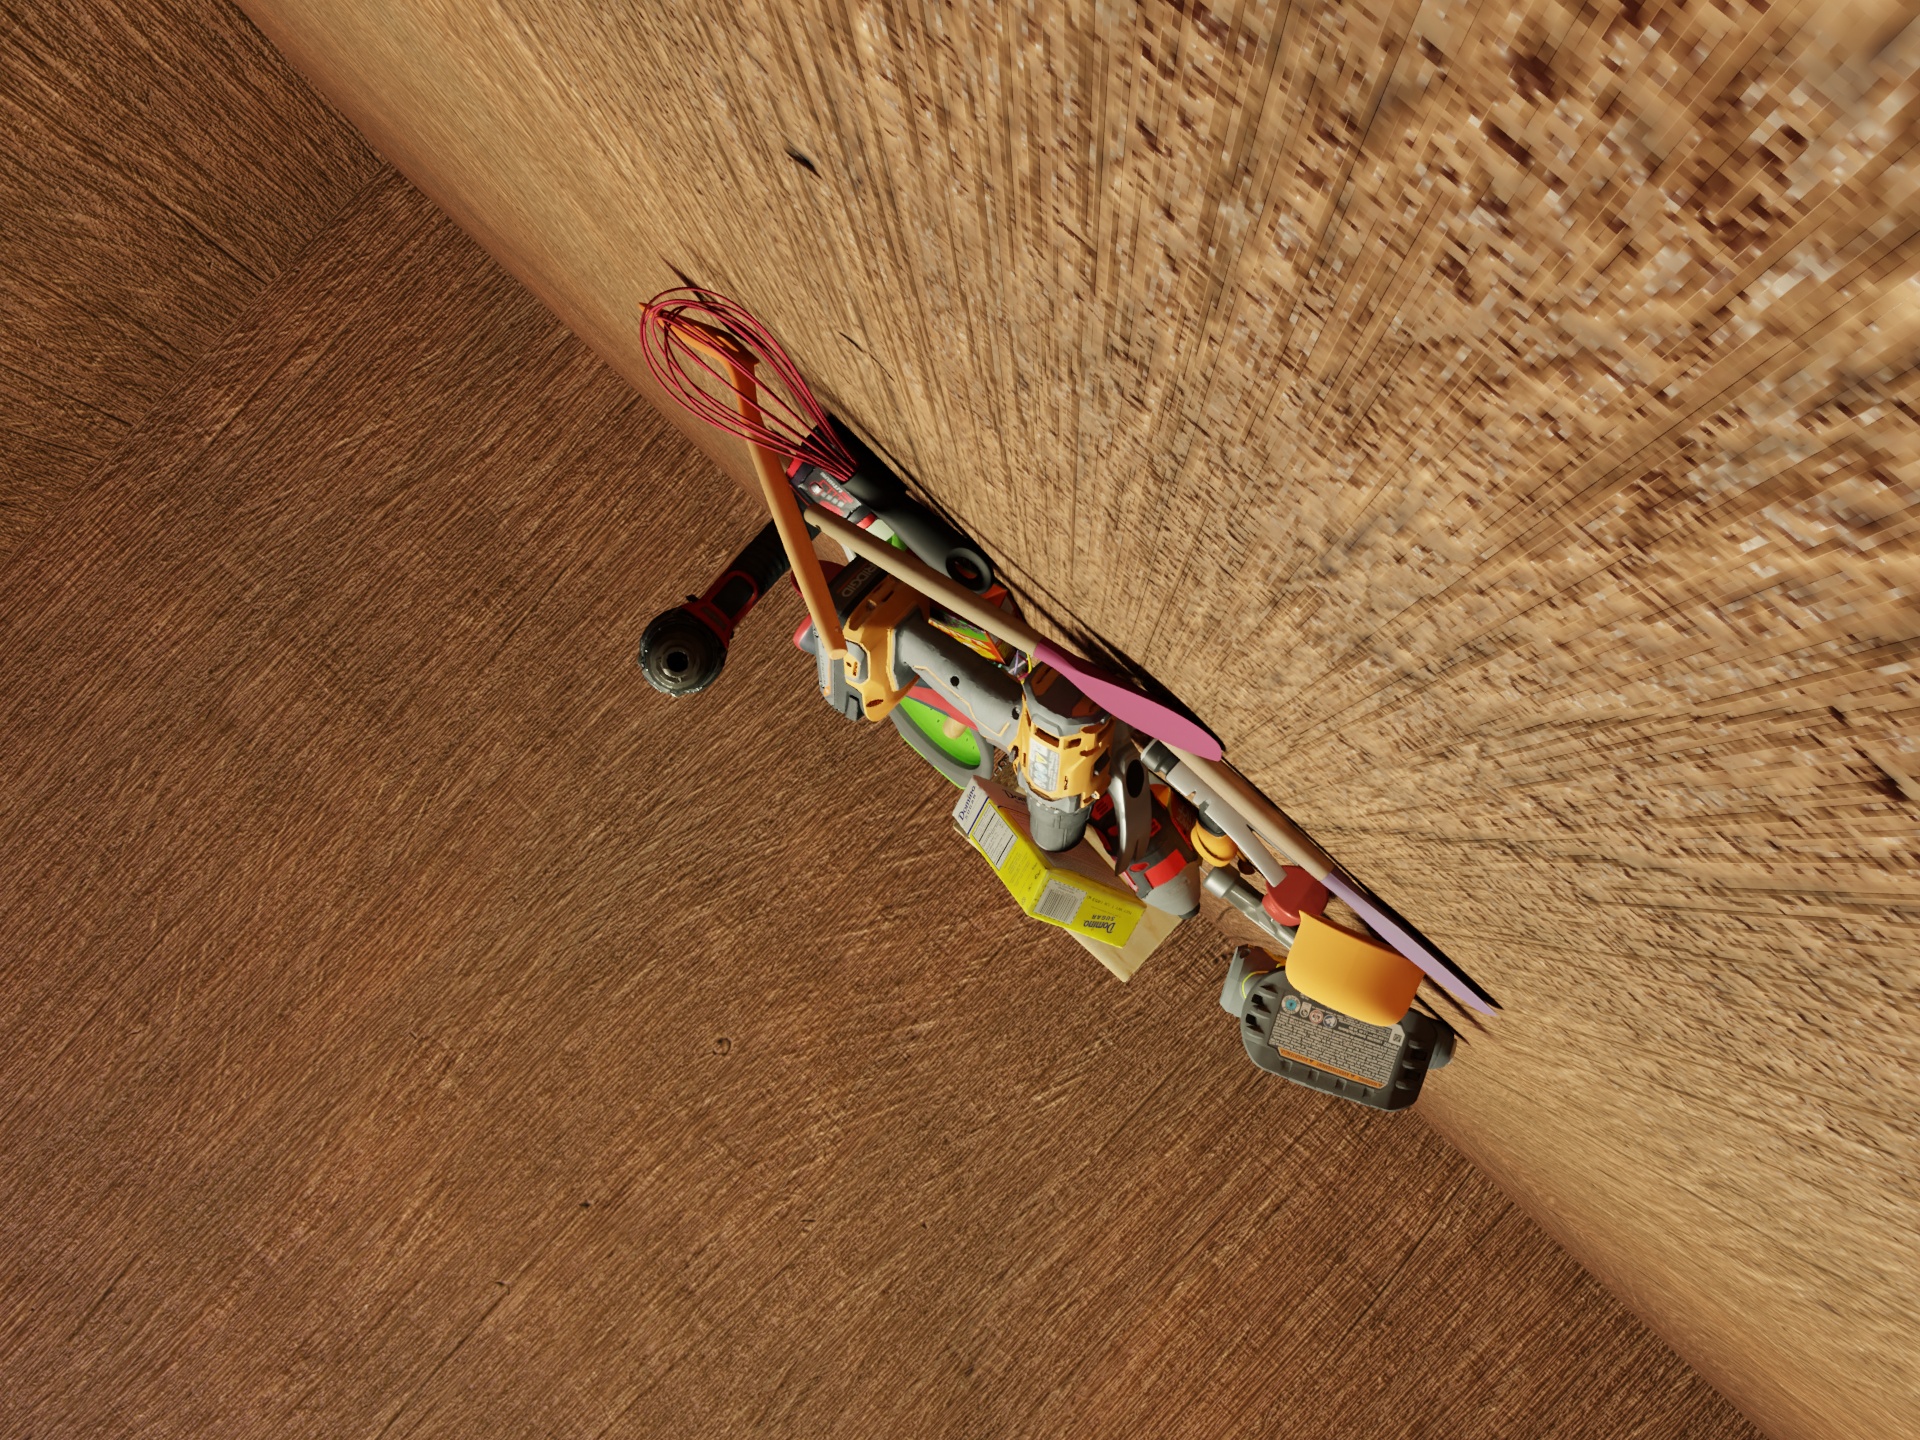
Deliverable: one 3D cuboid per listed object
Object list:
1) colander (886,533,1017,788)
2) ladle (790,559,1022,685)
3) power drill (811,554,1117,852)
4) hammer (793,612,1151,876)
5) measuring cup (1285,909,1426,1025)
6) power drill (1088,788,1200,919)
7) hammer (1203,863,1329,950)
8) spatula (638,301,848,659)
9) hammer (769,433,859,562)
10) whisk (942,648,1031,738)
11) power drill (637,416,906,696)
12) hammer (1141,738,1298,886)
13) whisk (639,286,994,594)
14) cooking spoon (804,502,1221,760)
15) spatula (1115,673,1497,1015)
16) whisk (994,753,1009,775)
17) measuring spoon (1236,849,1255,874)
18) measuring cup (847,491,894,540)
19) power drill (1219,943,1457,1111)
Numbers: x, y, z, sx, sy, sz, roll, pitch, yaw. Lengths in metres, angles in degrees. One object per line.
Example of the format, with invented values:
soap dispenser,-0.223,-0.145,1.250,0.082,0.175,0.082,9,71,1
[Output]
colander,-0.017,-0.086,1.531,0.205,0.094,0.396,41,160,26
ladle,-0.049,-0.080,1.359,0.316,0.069,0.031,30,127,47
power drill,0.007,-0.005,1.134,0.226,0.084,0.185,29,149,21
hammer,-0.002,-0.004,1.278,0.387,0.038,0.143,25,135,42
measuring cup,0.276,0.175,1.113,0.095,0.052,0.173,23,180,18
power drill,0.129,0.076,1.345,0.143,0.078,0.220,54,179,-31
hammer,0.272,0.158,1.297,0.149,0.037,0.359,37,177,10
spatula,-0.135,-0.169,1.061,0.081,0.041,0.323,8,-130,-45
hammer,-0.135,-0.206,1.447,0.332,0.031,0.130,50,165,58
whisk,0.020,-0.026,1.391,0.047,0.051,0.245,31,157,-2
power drill,-0.144,-0.107,1.133,0.080,0.226,0.188,43,179,-10
hammer,0.201,0.084,1.216,0.127,0.034,0.336,44,179,14
whisk,-0.086,-0.174,1.037,0.295,0.073,0.073,38,-179,-25
cooking spoon,0.029,-0.060,1.014,0.319,0.017,0.068,31,168,16
spatula,0.214,0.079,1.012,0.316,0.018,0.059,42,177,5
whisk,0.080,0.031,1.667,0.058,0.059,0.246,15,-163,7
measuring spoon,0.241,0.115,1.442,0.021,0.011,0.116,42,178,42
measuring cup,-0.048,-0.142,1.263,0.167,0.038,0.083,44,179,-3
power drill,0.300,0.237,1.239,0.190,0.080,0.228,18,180,10
